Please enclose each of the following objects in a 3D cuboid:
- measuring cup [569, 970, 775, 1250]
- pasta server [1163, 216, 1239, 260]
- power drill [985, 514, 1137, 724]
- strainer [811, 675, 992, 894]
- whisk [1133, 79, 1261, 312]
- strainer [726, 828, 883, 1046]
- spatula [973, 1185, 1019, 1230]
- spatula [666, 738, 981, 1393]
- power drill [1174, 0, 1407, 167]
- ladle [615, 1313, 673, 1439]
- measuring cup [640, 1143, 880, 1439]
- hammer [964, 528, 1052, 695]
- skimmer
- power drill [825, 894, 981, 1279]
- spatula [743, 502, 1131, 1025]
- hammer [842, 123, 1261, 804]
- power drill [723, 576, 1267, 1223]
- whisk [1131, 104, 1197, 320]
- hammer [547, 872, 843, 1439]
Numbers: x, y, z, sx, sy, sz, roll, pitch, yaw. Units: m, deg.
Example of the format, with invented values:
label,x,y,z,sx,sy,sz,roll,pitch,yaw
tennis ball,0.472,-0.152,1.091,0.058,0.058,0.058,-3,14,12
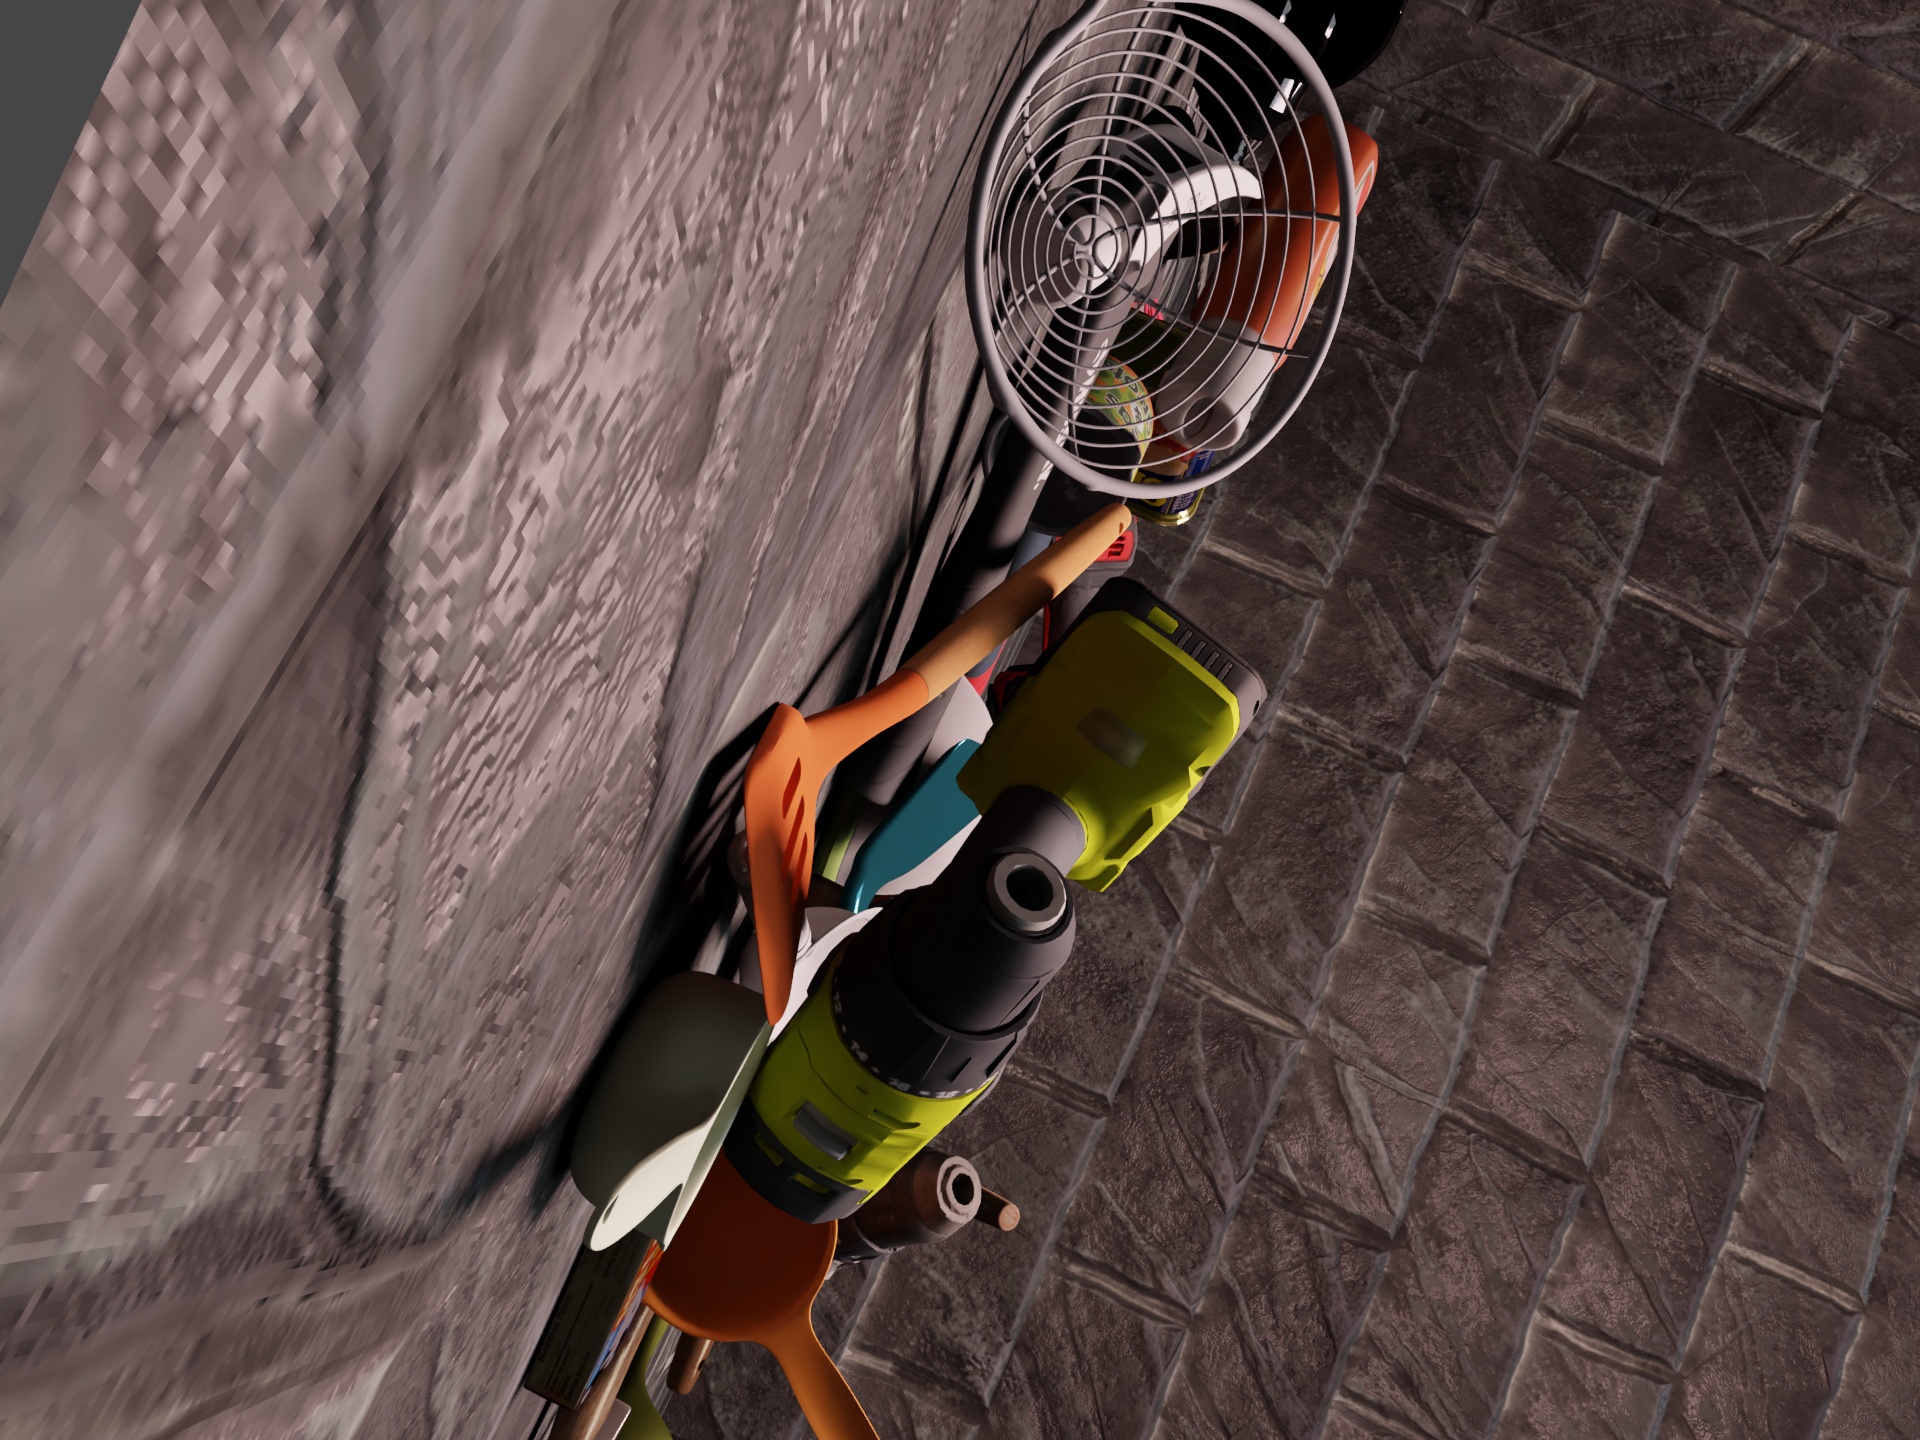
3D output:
label,x,y,z,sx,sy,sz,roll,pitch,yaw
measuring cup,-0.088,0.108,0.425,0.167,0.038,0.083,54,60,-85
pasta server,0.114,-0.223,0.704,0.060,0.040,0.316,-30,180,37
power drill,0.066,-0.070,1.023,0.143,0.078,0.219,-101,-167,-57
strainer,-0.001,-0.003,0.799,0.256,0.069,0.152,-65,178,39
whisk,0.135,-0.313,0.973,0.238,0.055,0.055,-61,-179,45
strainer,-0.065,0.079,0.592,0.087,0.050,0.258,-43,165,-16
spatula,-0.059,0.237,0.881,0.316,0.018,0.060,-2,-122,59
spatula,-0.060,0.155,0.728,0.317,0.044,0.082,-69,158,-9
power drill,0.131,-0.298,0.600,0.223,0.080,0.171,-64,174,-72
ladle,-0.159,0.332,0.916,0.078,0.062,0.320,-20,-160,18
measuring cup,-0.074,0.247,0.669,0.095,0.173,0.052,-30,176,-8
hammer,0.007,-0.032,0.914,0.386,0.038,0.143,113,1,-61
skimmer,0.070,-0.182,0.301,0.127,0.090,0.363,-30,161,-21
power drill,-0.041,0.183,0.826,0.188,0.080,0.227,-23,-149,40
spatula,0.002,-0.018,0.549,0.323,0.041,0.081,-43,138,-52
hammer,0.016,-0.078,0.624,0.146,0.035,0.334,-44,166,-43
power drill,0.019,0.050,0.544,0.228,0.080,0.190,-50,177,-42
whisk,0.093,-0.219,0.840,0.295,0.073,0.073,90,24,-71
hammer,-0.130,0.226,0.741,0.130,0.031,0.331,101,13,-79
